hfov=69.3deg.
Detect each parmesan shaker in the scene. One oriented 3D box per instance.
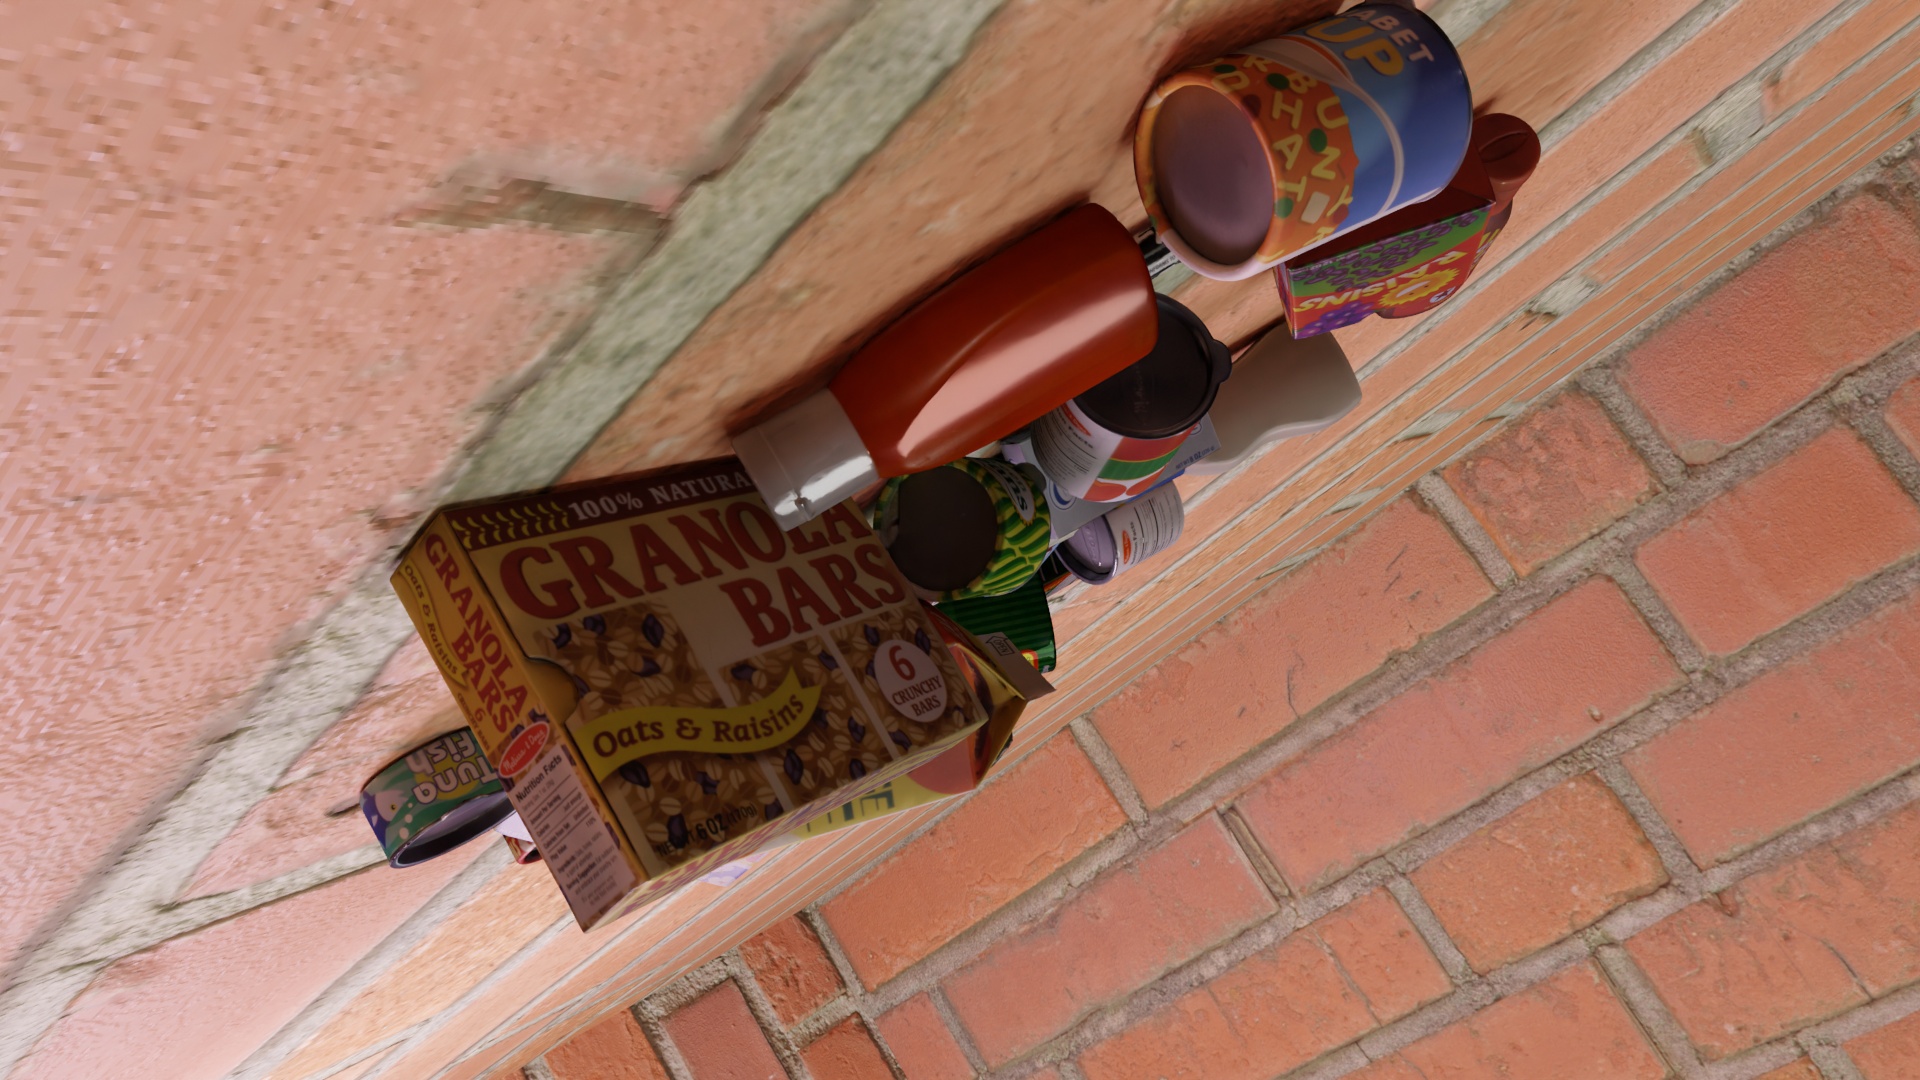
[{"bbox_3d":[-0.003,0.052,0.780,0.103,0.071,0.071,-12,165,-5],"label":"parmesan shaker"}]

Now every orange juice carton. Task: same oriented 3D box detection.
[{"bbox_3d":[-0.059,0.076,0.599,0.193,0.072,0.072,-14,-160,-16],"label":"orange juice carton"}]

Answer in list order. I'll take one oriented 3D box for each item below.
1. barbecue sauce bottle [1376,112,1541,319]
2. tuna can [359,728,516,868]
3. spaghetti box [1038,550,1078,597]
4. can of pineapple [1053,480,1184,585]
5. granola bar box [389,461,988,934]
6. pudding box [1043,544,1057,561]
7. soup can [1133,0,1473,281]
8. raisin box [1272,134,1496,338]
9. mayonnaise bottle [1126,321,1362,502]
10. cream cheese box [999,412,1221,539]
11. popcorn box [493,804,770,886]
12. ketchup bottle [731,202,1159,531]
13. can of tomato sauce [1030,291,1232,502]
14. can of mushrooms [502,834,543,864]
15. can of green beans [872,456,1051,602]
[{"bbox_3d":[0.250,-0.164,0.708,0.065,0.044,0.148,-27,167,-5],"label":"barbecue sauce bottle"},{"bbox_3d":[-0.221,0.109,0.598,0.071,0.033,0.071,-32,168,-8],"label":"tuna can"},{"bbox_3d":[0.039,0.031,0.928,0.251,0.029,0.050,-26,165,-48],"label":"spaghetti box"},{"bbox_3d":[0.091,-0.015,0.837,0.058,0.071,0.070,-26,166,-29],"label":"can of pineapple"},{"bbox_3d":[-0.079,0.037,0.456,0.039,0.124,0.166,-42,165,34],"label":"granola bar box"},{"bbox_3d":[0.032,0.002,0.833,0.050,0.030,0.083,-26,166,-25],"label":"pudding box"},{"bbox_3d":[0.106,-0.128,0.434,0.084,0.071,0.071,-26,166,-26],"label":"soup can"},{"bbox_3d":[0.183,-0.132,0.616,0.086,0.040,0.123,-18,171,12],"label":"raisin box"},{"bbox_3d":[0.148,-0.070,0.782,0.148,0.065,0.041,-27,175,-8],"label":"mayonnaise bottle"},{"bbox_3d":[0.074,-0.047,0.686,0.104,0.053,0.024,-29,-166,-19],"label":"cream cheese box"},{"bbox_3d":[-0.147,0.121,0.667,0.127,0.038,0.085,22,135,-28],"label":"popcorn box"},{"bbox_3d":[-0.005,-0.055,0.474,0.149,0.044,0.064,-31,147,-7],"label":"ketchup bottle"},{"bbox_3d":[0.070,-0.060,0.597,0.071,0.071,0.083,-30,168,-14],"label":"can of tomato sauce"},{"bbox_3d":[-0.217,0.144,0.745,0.071,0.033,0.071,-32,169,-7],"label":"can of mushrooms"},{"bbox_3d":[0.001,-0.006,0.635,0.071,0.071,0.058,-37,167,19],"label":"can of green beans"}]
